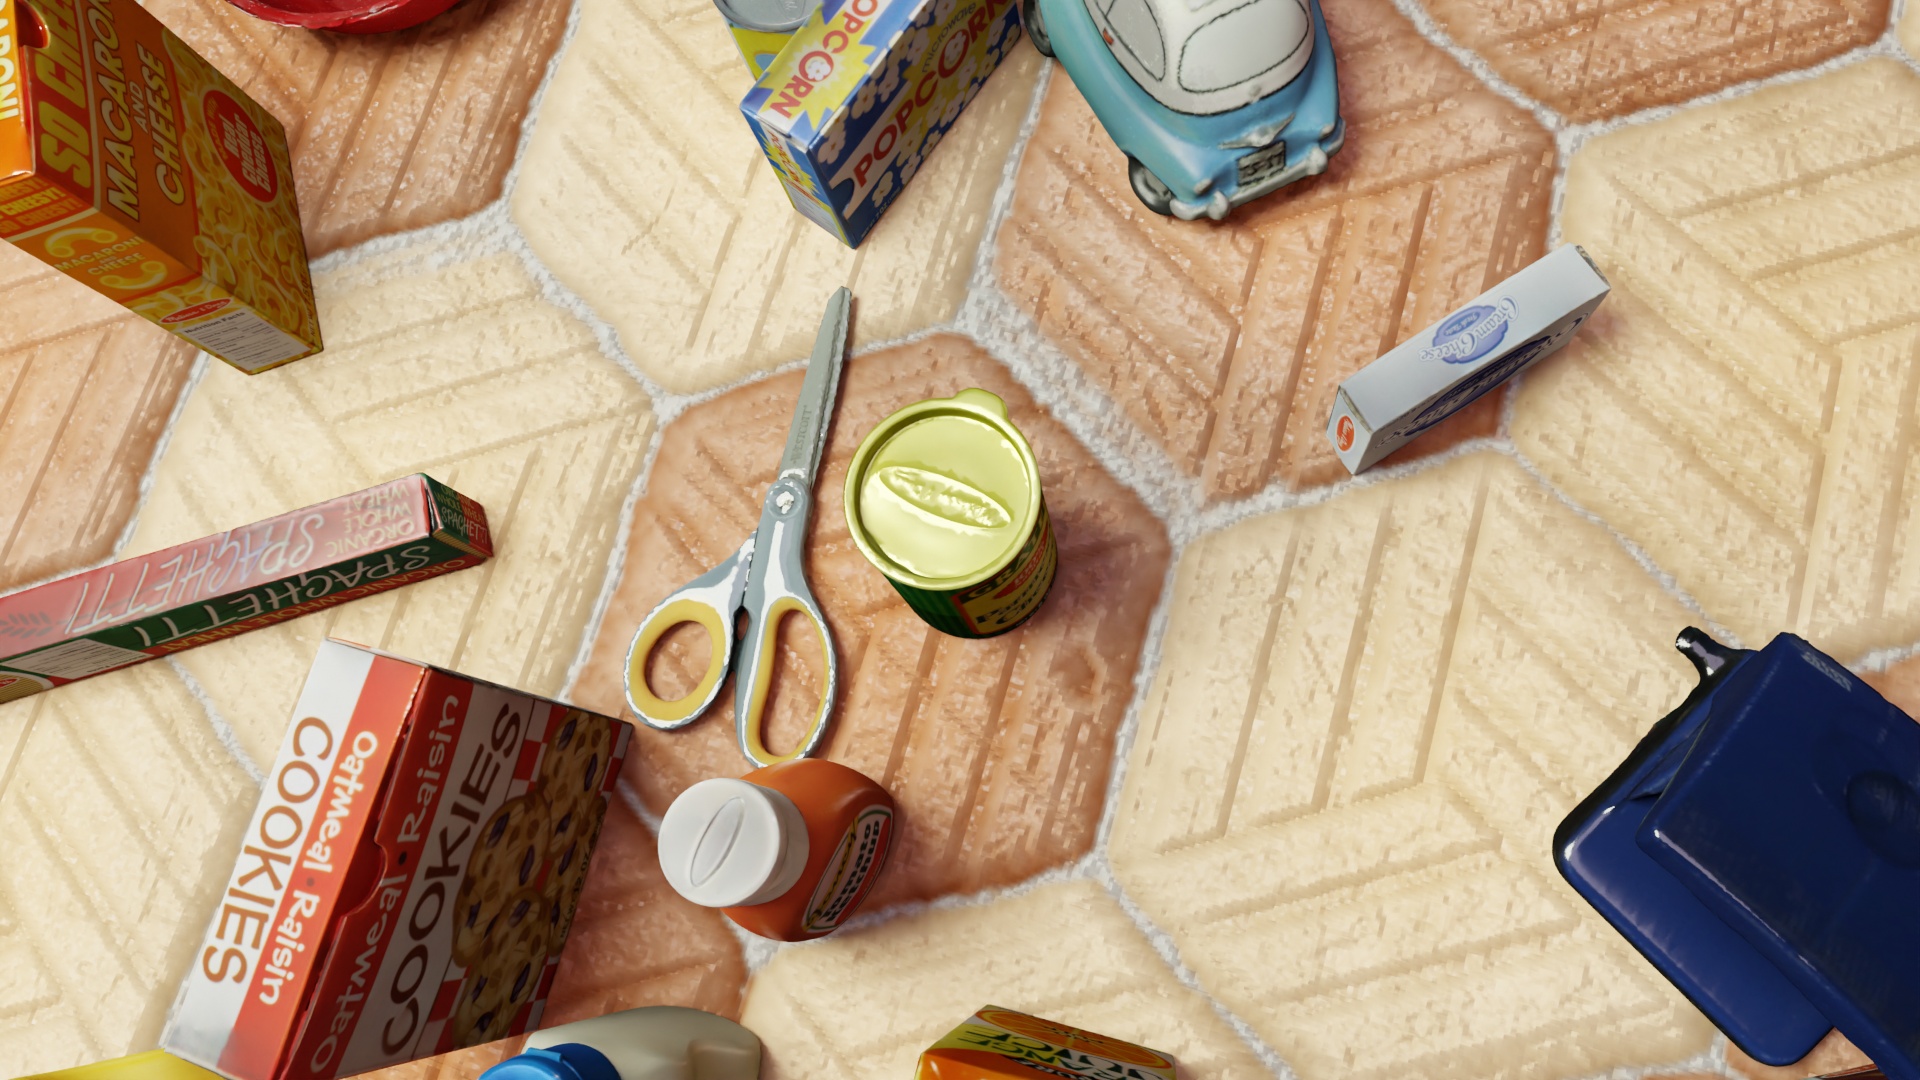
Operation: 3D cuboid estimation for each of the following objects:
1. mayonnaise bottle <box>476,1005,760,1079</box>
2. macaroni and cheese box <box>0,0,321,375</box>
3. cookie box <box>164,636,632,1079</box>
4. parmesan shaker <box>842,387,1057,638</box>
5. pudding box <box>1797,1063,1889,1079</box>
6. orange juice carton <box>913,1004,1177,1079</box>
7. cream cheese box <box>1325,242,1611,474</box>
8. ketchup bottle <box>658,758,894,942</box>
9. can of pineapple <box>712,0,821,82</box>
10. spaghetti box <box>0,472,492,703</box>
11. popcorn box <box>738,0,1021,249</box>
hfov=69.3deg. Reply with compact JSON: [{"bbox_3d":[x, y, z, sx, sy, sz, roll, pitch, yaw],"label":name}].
[{"bbox_3d":[-0.113,0.179,0.453,0.065,0.148,0.041,7,77,10],"label":"mayonnaise bottle"},{"bbox_3d":[-0.330,-0.155,0.559,0.040,0.166,0.124,-18,74,3],"label":"macaroni and cheese box"},{"bbox_3d":[-0.174,0.108,0.469,0.040,0.167,0.123,13,78,11],"label":"cookie box"},{"bbox_3d":[0.002,-0.006,0.508,0.071,0.103,0.071,-2,76,8],"label":"parmesan shaker"},{"bbox_3d":[0.287,0.191,0.446,0.084,0.049,0.030,-15,75,4],"label":"pudding box"},{"bbox_3d":[0.022,0.189,0.408,0.072,0.192,0.073,12,78,11],"label":"orange juice carton"},{"bbox_3d":[0.188,-0.067,0.524,0.104,0.053,0.024,-32,74,-1],"label":"cream cheese box"},{"bbox_3d":[-0.060,0.103,0.465,0.043,0.148,0.065,24,81,13],"label":"ketchup bottle"},{"bbox_3d":[-0.068,-0.232,0.599,0.071,0.057,0.071,-2,76,7],"label":"can of pineapple"},{"bbox_3d":[-0.320,0.024,0.572,0.250,0.050,0.029,-16,75,4],"label":"spaghetti box"},{"bbox_3d":[-0.029,-0.194,0.569,0.038,0.085,0.127,34,83,14],"label":"popcorn box"}]
